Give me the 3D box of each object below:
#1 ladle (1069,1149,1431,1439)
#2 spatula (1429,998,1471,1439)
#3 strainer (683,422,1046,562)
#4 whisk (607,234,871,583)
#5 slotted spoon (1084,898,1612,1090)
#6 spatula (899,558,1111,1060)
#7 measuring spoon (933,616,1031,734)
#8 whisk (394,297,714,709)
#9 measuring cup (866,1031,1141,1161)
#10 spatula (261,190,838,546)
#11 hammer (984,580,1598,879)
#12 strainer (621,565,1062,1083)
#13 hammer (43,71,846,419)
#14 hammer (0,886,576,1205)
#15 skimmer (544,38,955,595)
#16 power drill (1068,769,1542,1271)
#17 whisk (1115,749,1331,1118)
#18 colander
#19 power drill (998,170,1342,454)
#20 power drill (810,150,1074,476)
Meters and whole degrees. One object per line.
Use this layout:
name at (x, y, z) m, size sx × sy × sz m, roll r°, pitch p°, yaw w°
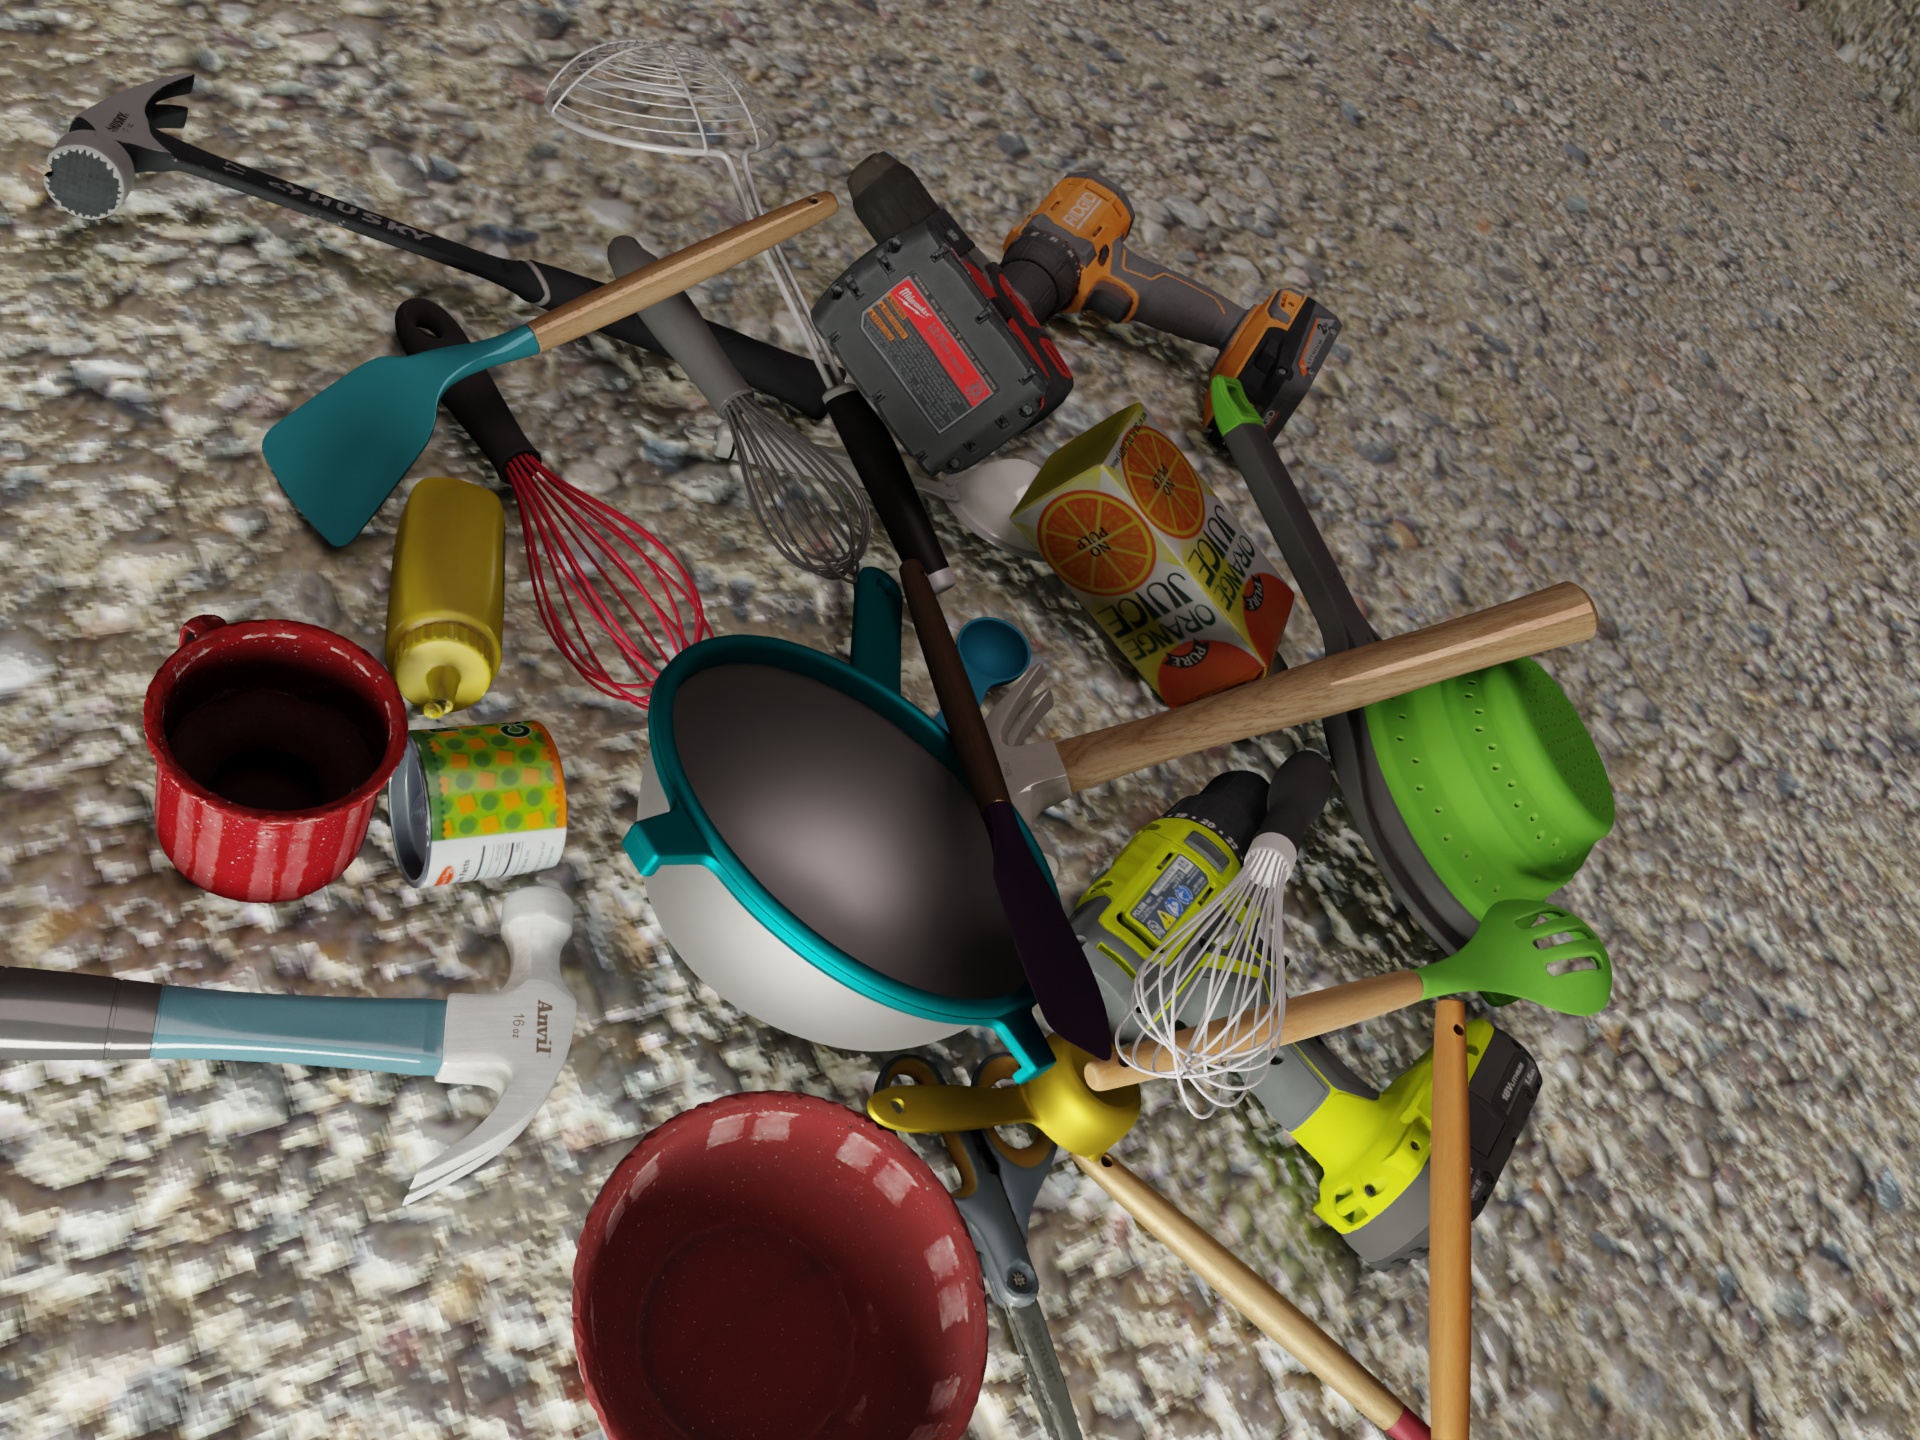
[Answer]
ladle at (0.173, 0.294, 0.710) m, size 0.315 × 0.031 × 0.069 m, roll 40°, pitch 44°, yaw 6°
spatula at (0.200, 0.278, 0.670) m, size 0.081 × 0.041 × 0.323 m, roll 14°, pitch 65°, yaw -14°
strainer at (-0.031, -0.139, 0.915) m, size 0.258 × 0.050 × 0.087 m, roll 10°, pitch 37°, yaw -19°
whisk at (-0.120, -0.166, 0.828) m, size 0.055 × 0.055 × 0.239 m, roll -24°, pitch 71°, yaw -39°
slotted spoon at (0.193, 0.131, 0.741) m, size 0.313 × 0.031 × 0.070 m, roll -8°, pitch 52°, yaw -27°
spatula at (0.012, 0.025, 0.733) m, size 0.059 × 0.018 × 0.316 m, roll 35°, pitch 24°, yaw -40°
measuring spoon at (-0.001, -0.003, 0.848) m, size 0.042 × 0.021 × 0.129 m, roll 28°, pitch 56°, yaw 1°
whisk at (-0.209, -0.113, 0.788) m, size 0.073 × 0.073 × 0.296 m, roll -19°, pitch 61°, yaw -38°
measuring cup at (0.023, 0.159, 0.685) m, size 0.156 × 0.029 × 0.062 m, roll 11°, pitch 42°, yaw -47°
spatula at (-0.191, -0.194, 0.796) m, size 0.317 × 0.044 × 0.082 m, roll -33°, pitch 65°, yaw -23°
hammer at (0.161, -0.011, 0.812) m, size 0.331 × 0.031 × 0.130 m, roll -17°, pitch 42°, yaw -1°
strainer at (-0.064, 0.034, 0.744) m, size 0.211 × 0.095 × 0.341 m, roll 32°, pitch 25°, yaw -19°
hammer at (-0.252, -0.245, 0.862) m, size 0.408 × 0.036 × 0.149 m, roll 16°, pitch 33°, yaw -23°
hammer at (-0.308, 0.108, 0.581) m, size 0.330 × 0.033 × 0.128 m, roll 9°, pitch 52°, yaw -23°
skimmer at (-0.109, -0.223, 0.887) m, size 0.127 × 0.090 × 0.363 m, roll -25°, pitch 88°, yaw -43°
power drill at (0.167, 0.137, 0.792) m, size 0.228 × 0.080 × 0.190 m, roll 41°, pitch 47°, yaw 8°
whisk at (0.135, 0.079, 0.730) m, size 0.070 × 0.070 × 0.285 m, roll 38°, pitch 34°, yaw 2°
colander at (0.262, -0.043, 0.898) m, size 0.204 × 0.094 × 0.397 m, roll -7°, pitch 70°, yaw -56°
power drill at (0.128, -0.268, 1.074) m, size 0.226 × 0.084 × 0.185 m, roll 32°, pitch 48°, yaw 2°
power drill at (-0.014, -0.237, 0.899) m, size 0.188 × 0.080 × 0.227 m, roll 53°, pitch 18°, yaw -10°
